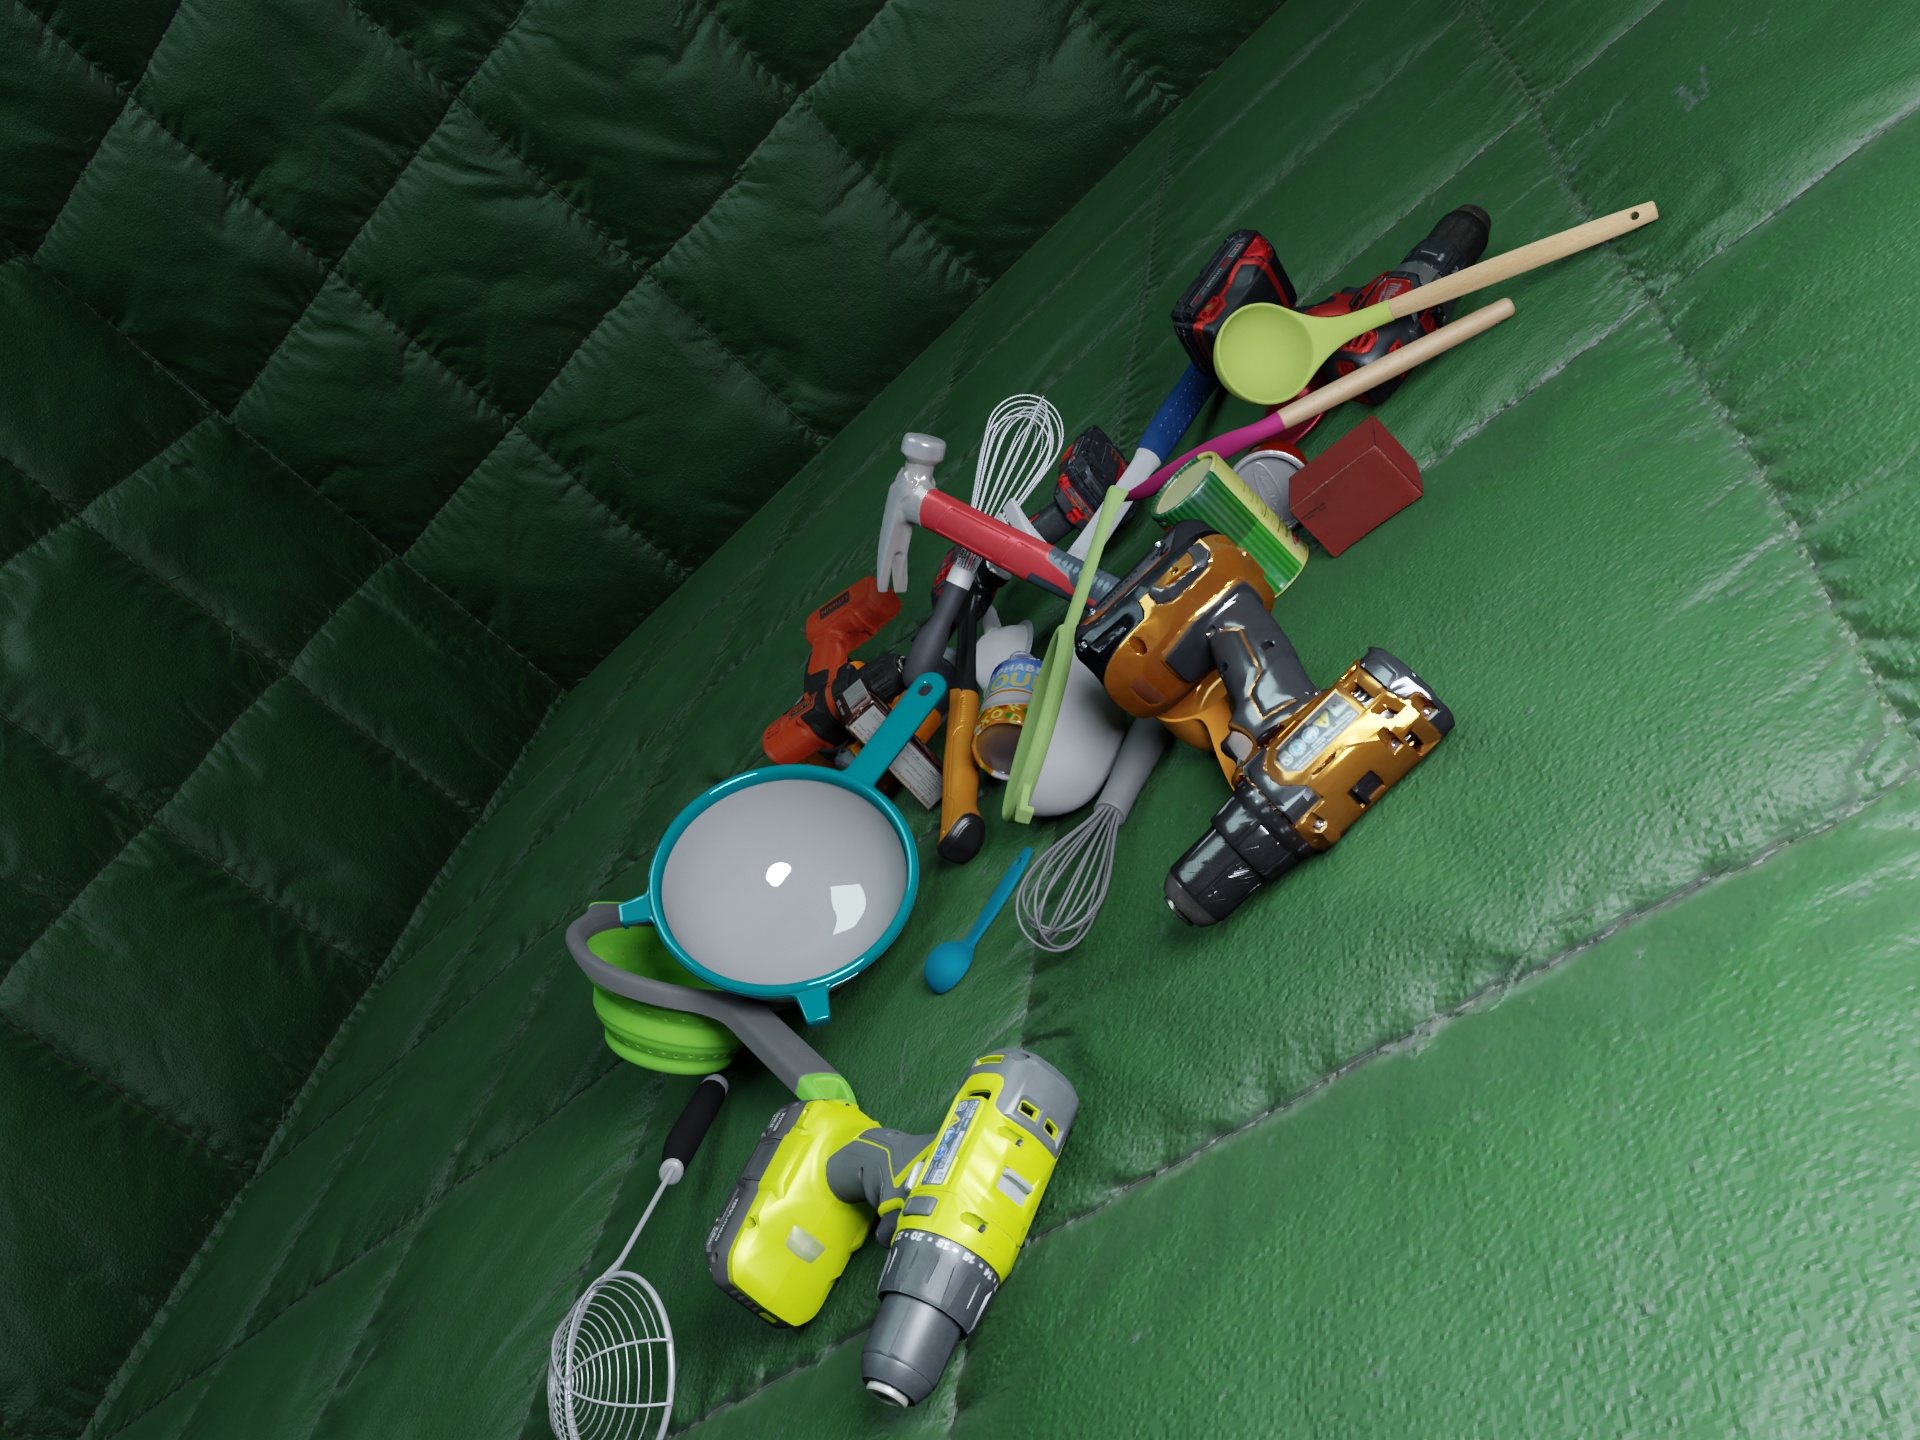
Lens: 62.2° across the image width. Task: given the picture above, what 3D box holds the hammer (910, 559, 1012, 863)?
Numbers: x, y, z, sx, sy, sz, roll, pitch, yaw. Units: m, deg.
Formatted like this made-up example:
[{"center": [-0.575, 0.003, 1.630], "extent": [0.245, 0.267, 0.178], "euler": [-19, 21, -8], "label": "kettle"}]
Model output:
[{"center": [-0.002, -0.004, 1.375], "extent": [0.127, 0.034, 0.337], "euler": [-47, 26, 34], "label": "hammer"}]

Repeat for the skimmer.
[{"center": [-0.205, 0.380, 1.152], "extent": [0.127, 0.090, 0.363], "euler": [-54, 4, 21], "label": "skimmer"}]

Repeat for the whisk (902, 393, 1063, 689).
[{"center": [0.014, -0.156, 1.407], "extent": [0.284, 0.070, 0.070], "euler": [-65, 17, 5], "label": "whisk"}]

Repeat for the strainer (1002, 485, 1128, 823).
[{"center": [0.098, -0.040, 1.157], "extent": [0.151, 0.069, 0.256], "euler": [-116, 44, -88], "label": "strainer"}]

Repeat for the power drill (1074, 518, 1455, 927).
[{"center": [0.153, 0.000, 0.936], "extent": [0.185, 0.084, 0.226], "euler": [-46, 42, 7], "label": "power drill"}]

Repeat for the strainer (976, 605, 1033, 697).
[{"center": [0.032, -0.078, 1.535], "extent": [0.087, 0.050, 0.259], "euler": [-60, 12, 13], "label": "strainer"}]

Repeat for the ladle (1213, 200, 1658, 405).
[{"center": [0.337, -0.309, 1.156], "extent": [0.320, 0.078, 0.062], "euler": [-16, 1, 27], "label": "ladle"}]

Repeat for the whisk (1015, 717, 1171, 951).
[{"center": [0.098, 0.061, 1.074], "extent": [0.055, 0.055, 0.239], "euler": [-29, 22, 47], "label": "whisk"}]

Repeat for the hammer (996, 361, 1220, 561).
[{"center": [0.163, -0.238, 1.447], "extent": [0.035, 0.144, 0.406], "euler": [-50, 4, 48], "label": "hammer"}]

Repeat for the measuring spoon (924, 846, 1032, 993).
[{"center": [0.011, 0.139, 1.152], "extent": [0.129, 0.021, 0.042], "euler": [-56, 19, -18], "label": "measuring spoon"}]

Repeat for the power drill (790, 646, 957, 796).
[{"center": [-0.086, -0.010, 1.605], "extent": [0.164, 0.084, 0.226], "euler": [-52, 22, -13], "label": "power drill"}]

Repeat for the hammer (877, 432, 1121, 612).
[{"center": [0.062, -0.109, 1.267], "extent": [0.387, 0.038, 0.143], "euler": [33, 118, 43], "label": "hammer"}]

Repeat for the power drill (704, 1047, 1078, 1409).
[{"center": [-0.047, 0.287, 0.901], "extent": [0.228, 0.080, 0.191], "euler": [-22, 31, 49], "label": "power drill"}]

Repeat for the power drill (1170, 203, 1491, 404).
[{"center": [0.307, -0.352, 1.309], "extent": [0.227, 0.080, 0.188], "euler": [22, 70, 48], "label": "power drill"}]

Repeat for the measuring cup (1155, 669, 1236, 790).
[{"center": [0.176, 0.004, 1.016], "extent": [0.095, 0.052, 0.174], "euler": [-37, 37, 20], "label": "measuring cup"}]

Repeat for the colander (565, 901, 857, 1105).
[{"center": [-0.192, 0.254, 1.262], "extent": [0.397, 0.204, 0.094], "euler": [25, 105, 55], "label": "colander"}]

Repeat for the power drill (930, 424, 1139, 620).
[{"center": [0.069, -0.187, 1.566], "extent": [0.219, 0.078, 0.143], "euler": [-35, 16, 24], "label": "power drill"}]

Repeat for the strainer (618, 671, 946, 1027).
[{"center": [-0.104, 0.101, 1.302], "extent": [0.340, 0.211, 0.095], "euler": [-54, -23, -32], "label": "strainer"}]

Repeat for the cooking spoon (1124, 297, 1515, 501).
[{"center": [0.263, -0.236, 1.189], "extent": [0.319, 0.017, 0.068], "euler": [-26, -4, 8], "label": "cooking spoon"}]

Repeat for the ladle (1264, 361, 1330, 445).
[{"center": [0.230, -0.171, 1.279], "extent": [0.069, 0.031, 0.315], "euler": [-6, 47, 52], "label": "ladle"}]
